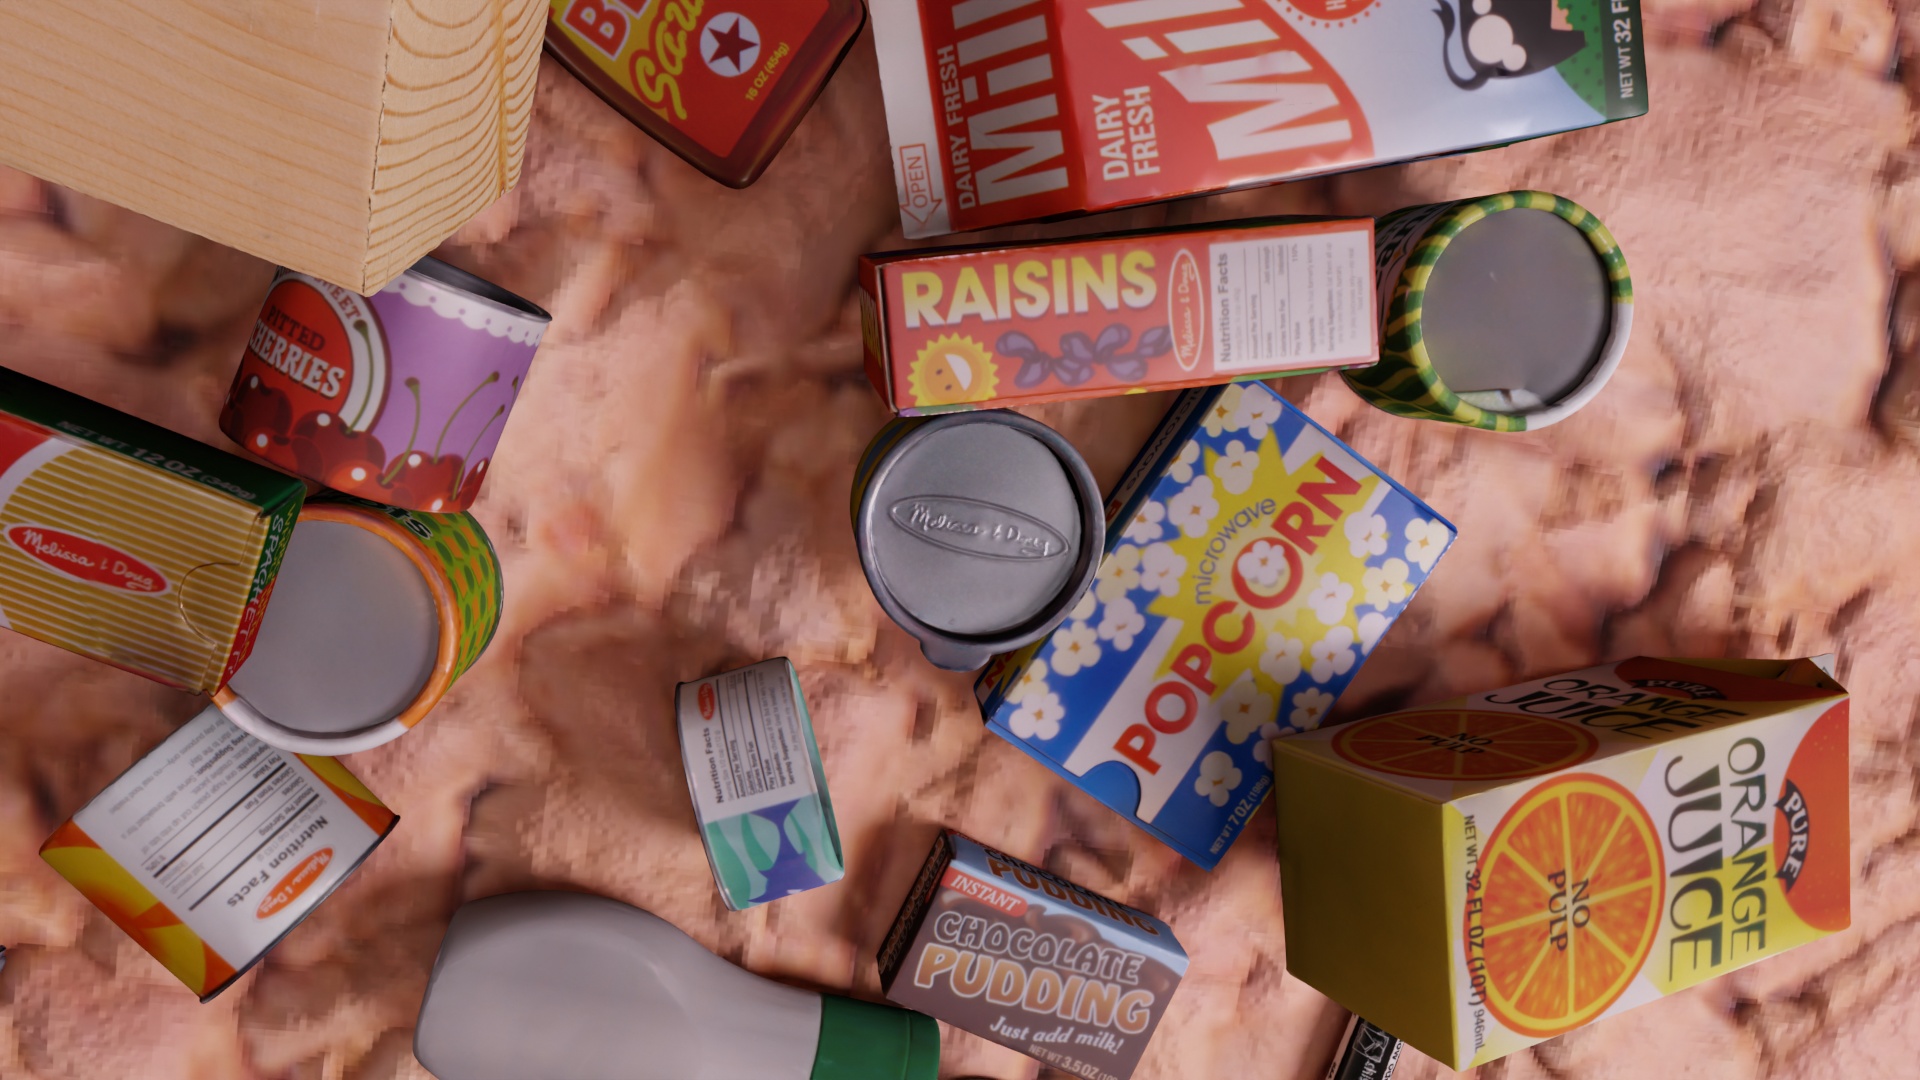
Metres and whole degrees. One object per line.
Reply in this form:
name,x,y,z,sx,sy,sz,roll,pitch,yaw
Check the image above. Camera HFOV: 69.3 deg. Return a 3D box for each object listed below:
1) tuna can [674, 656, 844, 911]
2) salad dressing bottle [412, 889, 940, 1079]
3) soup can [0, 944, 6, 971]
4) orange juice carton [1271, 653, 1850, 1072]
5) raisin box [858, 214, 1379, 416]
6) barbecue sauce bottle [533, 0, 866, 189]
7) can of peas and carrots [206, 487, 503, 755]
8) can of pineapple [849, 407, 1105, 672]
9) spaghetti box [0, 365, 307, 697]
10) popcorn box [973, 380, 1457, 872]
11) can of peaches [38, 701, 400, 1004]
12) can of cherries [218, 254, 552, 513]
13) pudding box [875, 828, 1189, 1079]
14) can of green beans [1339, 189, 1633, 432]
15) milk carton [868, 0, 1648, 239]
tuna can,-0.056,0.069,0.393,0.033,0.071,0.071,-15,100,-5
salad dressing bottle,-0.081,0.145,0.412,0.148,0.044,0.064,16,95,-10
soup can,-0.314,0.113,0.367,0.083,0.071,0.071,40,92,-11
orange juice carton,0.191,0.082,0.406,0.193,0.073,0.071,-8,97,-23
raisin box,0.036,-0.063,0.373,0.123,0.086,0.040,-6,104,-6
barbecue sauce bottle,-0.101,-0.160,0.363,0.148,0.044,0.064,36,102,-10
can of peas and carrots,-0.163,0.016,0.374,0.071,0.059,0.070,-1,99,-7
can of pineapple,0.001,-0.005,0.392,0.071,0.058,0.071,-1,99,-6
spaghetti box,-0.276,-0.035,0.303,0.250,0.029,0.050,22,103,-10
popcorn box,0.074,0.021,0.415,0.085,0.038,0.126,35,93,-12
can of peaches,-0.200,0.080,0.377,0.071,0.071,0.058,-41,101,1
can of cherries,-0.151,-0.046,0.360,0.071,0.071,0.058,24,96,-10
pudding box,0.022,0.129,0.429,0.084,0.030,0.049,26,94,-10
can of green beans,0.147,-0.066,0.401,0.071,0.058,0.071,-1,99,-7
milk carton,0.073,-0.130,0.374,0.191,0.073,0.072,-10,100,-5
